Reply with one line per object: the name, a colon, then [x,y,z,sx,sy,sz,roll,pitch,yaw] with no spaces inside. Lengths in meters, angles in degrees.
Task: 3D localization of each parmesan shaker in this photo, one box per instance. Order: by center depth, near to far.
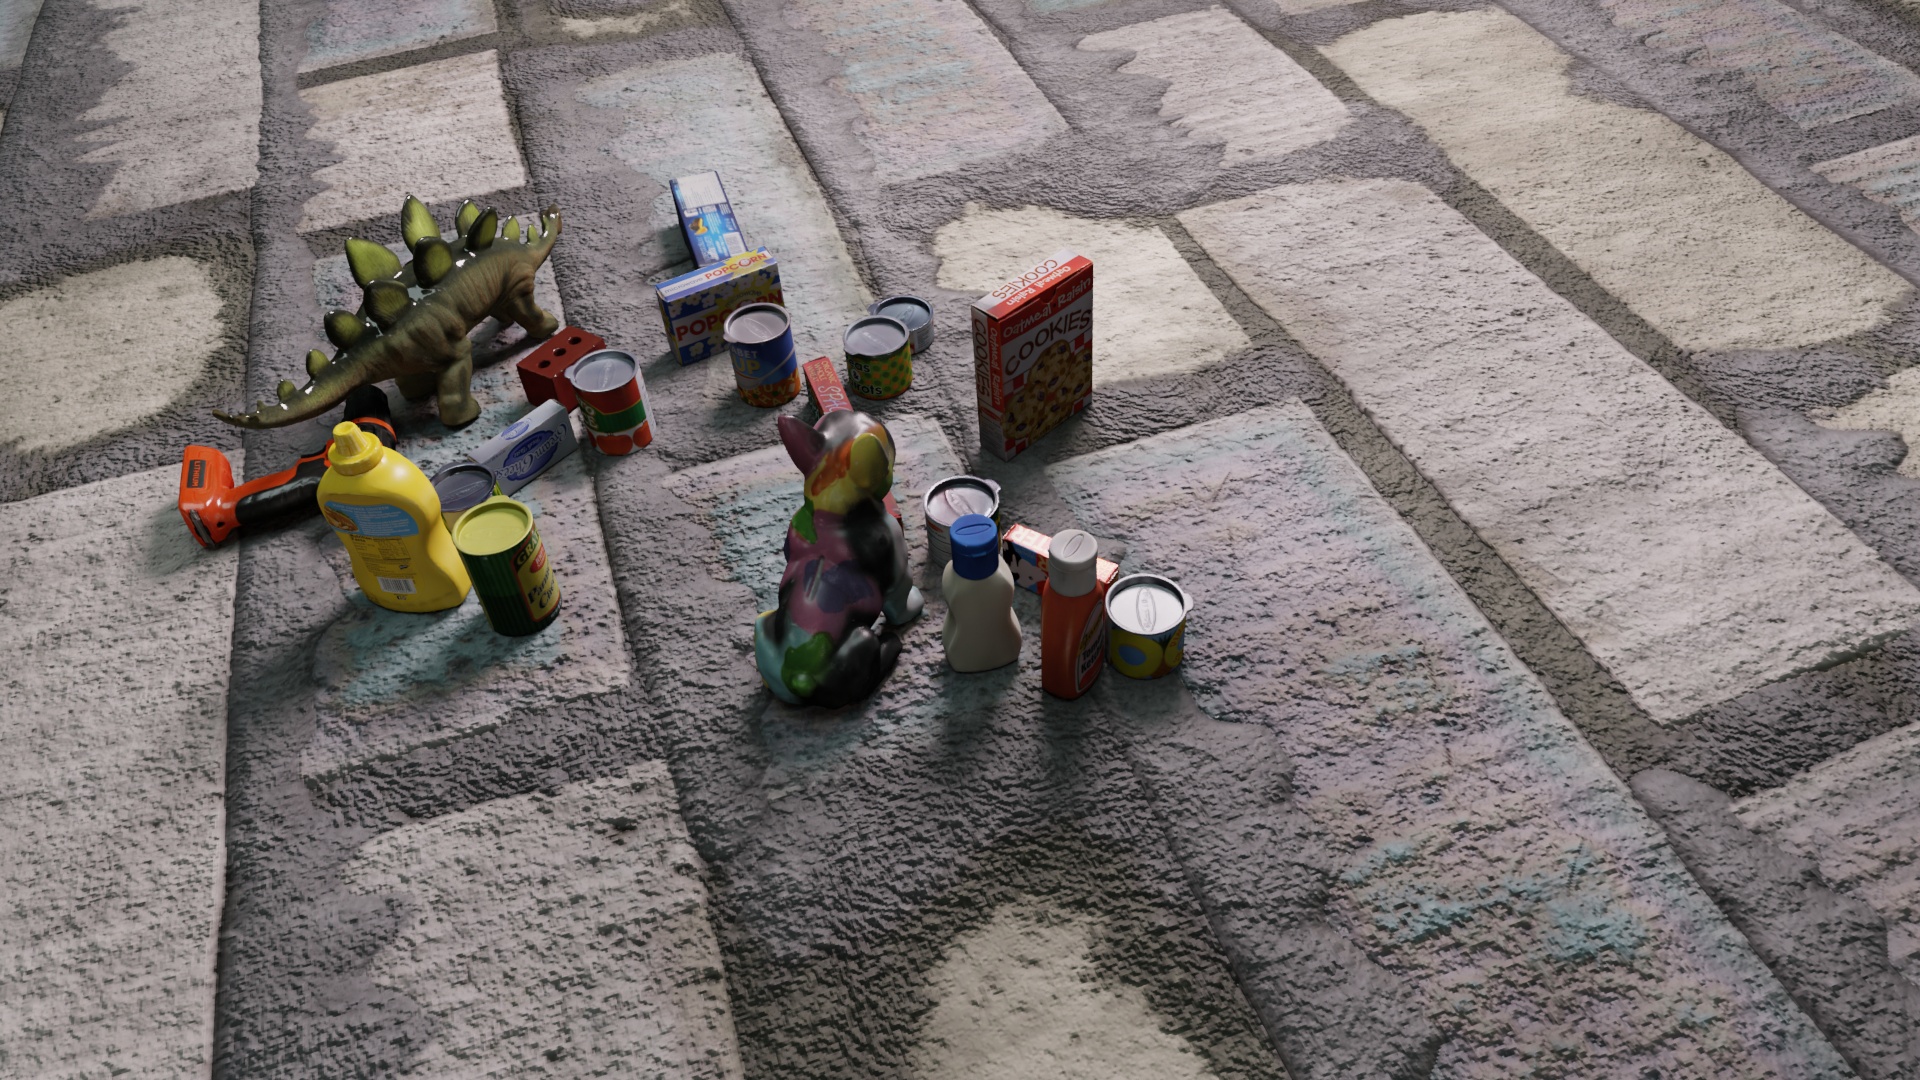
parmesan shaker: [-0.383,0.022,1.182,0.071,0.102,0.072,-2,45,2]

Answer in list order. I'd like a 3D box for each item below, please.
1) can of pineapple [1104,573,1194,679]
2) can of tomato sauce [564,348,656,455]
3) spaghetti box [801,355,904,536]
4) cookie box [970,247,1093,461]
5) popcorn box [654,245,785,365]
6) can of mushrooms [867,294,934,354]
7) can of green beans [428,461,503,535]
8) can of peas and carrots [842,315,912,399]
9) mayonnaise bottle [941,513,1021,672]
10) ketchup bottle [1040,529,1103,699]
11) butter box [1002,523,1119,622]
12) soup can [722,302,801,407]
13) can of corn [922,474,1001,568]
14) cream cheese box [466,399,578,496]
can of pineapple: [0.151,0.070,1.124,0.071,0.057,0.071,-2,45,2]
can of tomato sauce: [-0.338,-0.133,1.348,0.071,0.082,0.071,-2,45,2]
spaghetti box: [-0.102,-0.082,1.302,0.029,0.050,0.251,-16,46,-11]
cookie box: [0.070,-0.172,1.295,0.123,0.166,0.040,-36,53,-27]
popcorn box: [-0.248,-0.245,1.451,0.127,0.084,0.038,-25,48,-19]
can of mushrooms: [-0.063,-0.226,1.454,0.071,0.033,0.071,-2,45,2]
can of green beans: [-0.450,-0.029,1.270,0.071,0.057,0.071,-2,45,2]
can of peas and carrots: [-0.084,-0.182,1.394,0.071,0.058,0.071,-2,45,2]
mayonnaise bottle: [0.014,0.043,1.099,0.065,0.147,0.041,-11,45,-6]
ketchup bottle: [0.087,0.055,1.080,0.043,0.148,0.065,20,50,23]
butter box: [0.085,0.027,1.175,0.103,0.052,0.024,23,51,25]
soup can: [-0.199,-0.183,1.387,0.071,0.083,0.072,-2,45,2]
can of corn: [0.004,-0.015,1.221,0.071,0.058,0.071,-2,45,2]
cream cheese box: [-0.417,-0.085,1.328,0.024,0.053,0.104,27,53,28]
